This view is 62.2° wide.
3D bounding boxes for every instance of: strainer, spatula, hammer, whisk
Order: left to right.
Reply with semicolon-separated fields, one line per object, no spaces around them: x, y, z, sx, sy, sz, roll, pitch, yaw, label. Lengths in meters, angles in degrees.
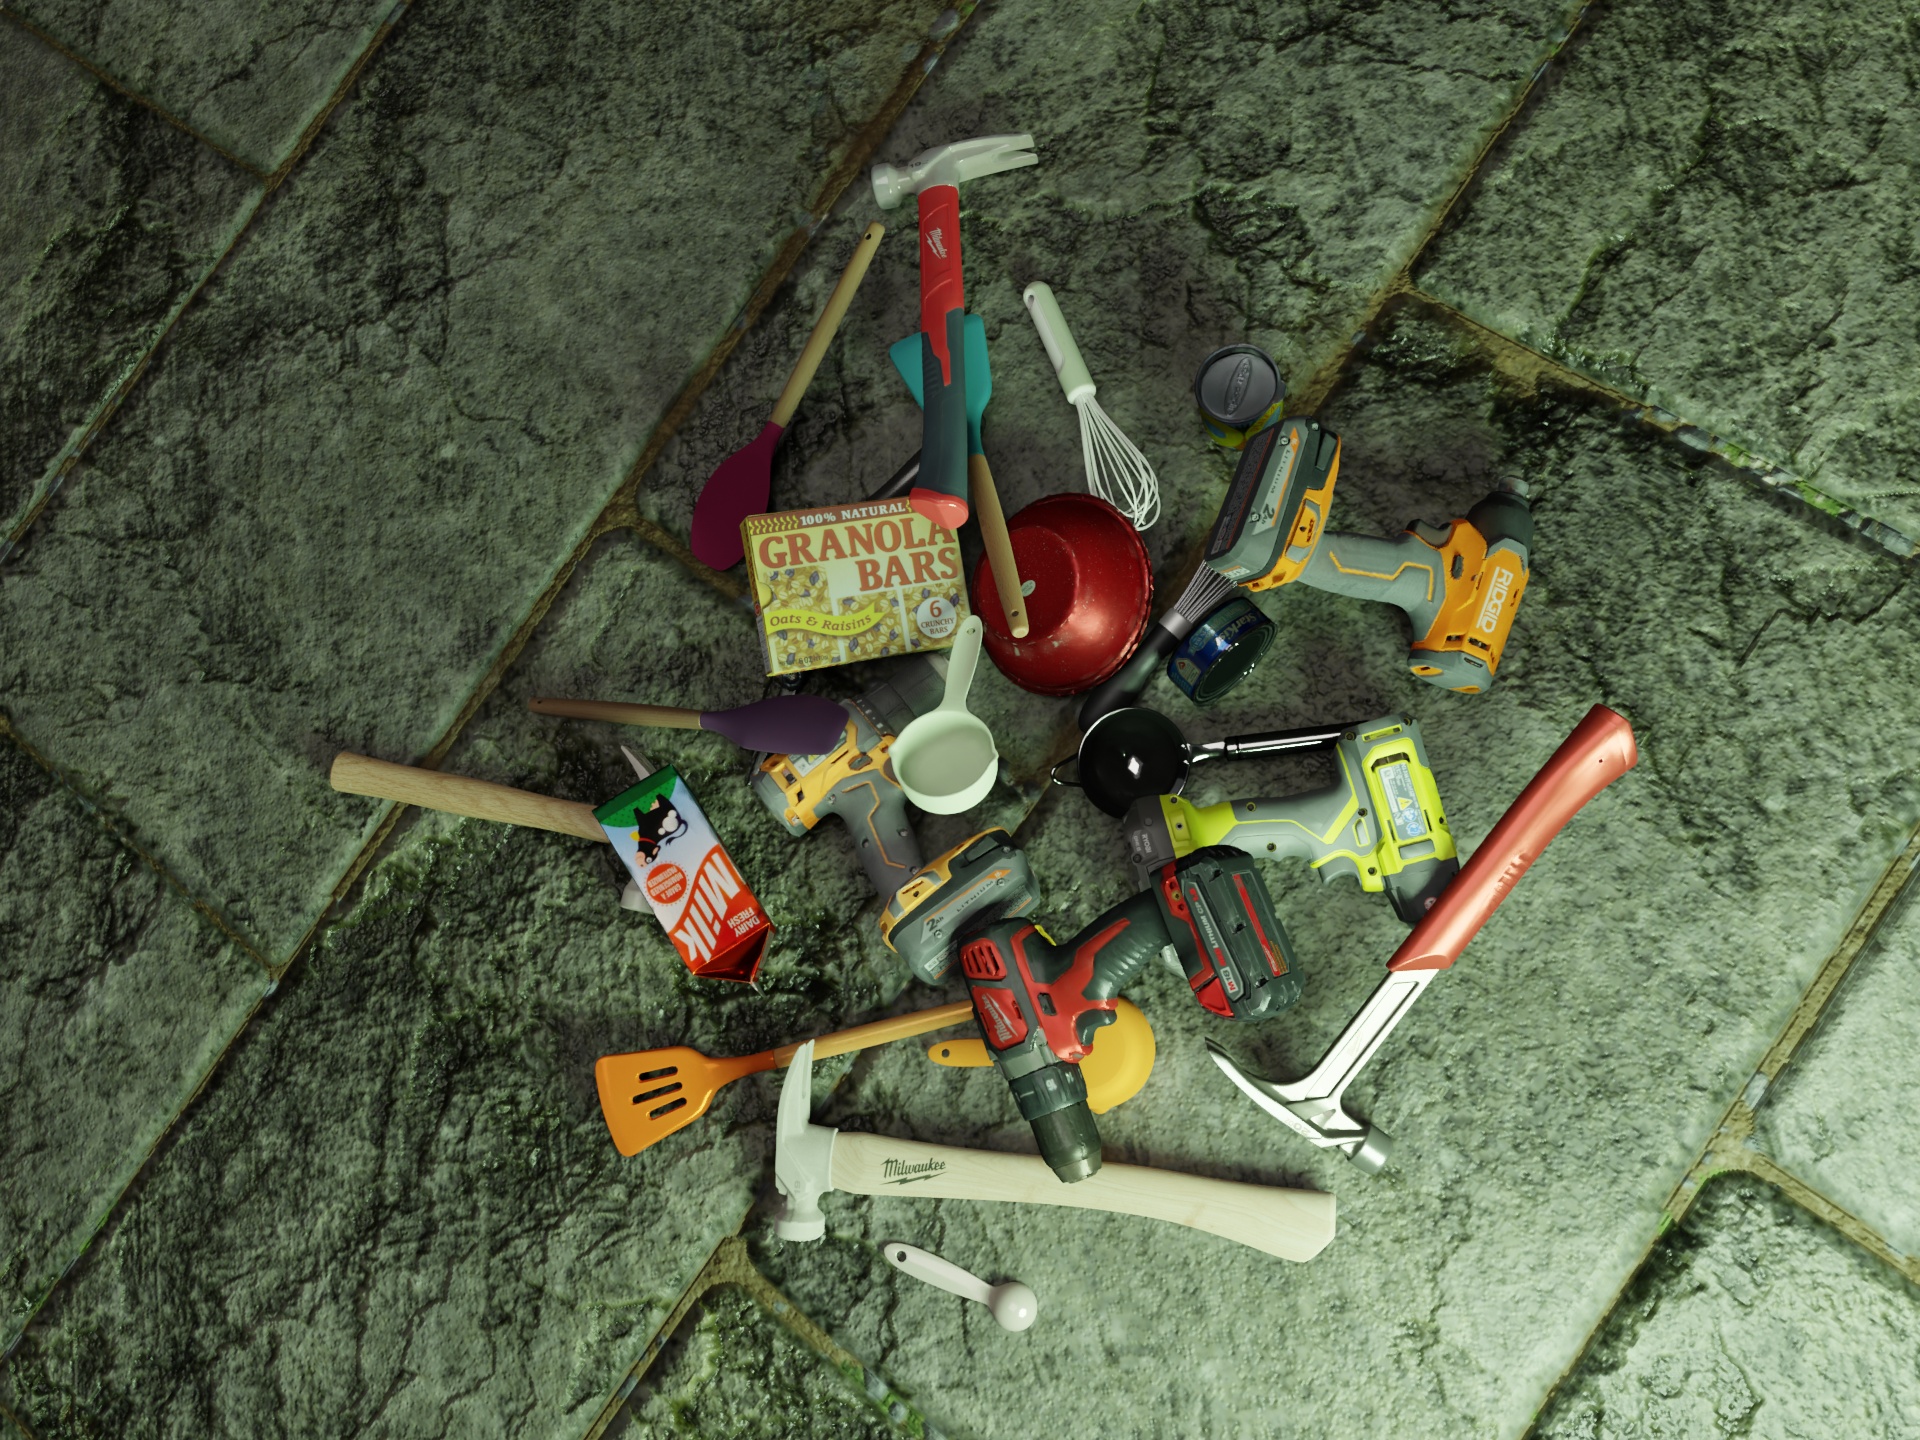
-0.388;0.068;1.346;0.331;0.031;0.130;10;81;17;hammer
-0.228;-0.004;1.297;0.316;0.018;0.060;4;52;27;spatula
-0.122;0.258;1.228;0.322;0.041;0.081;-16;89;9;spatula
-0.070;-0.176;1.301;0.239;0.055;0.055;-42;71;-9;whisk
0.000;-0.321;1.279;0.143;0.038;0.387;-9;59;12;hammer
0.012;-0.191;1.236;0.082;0.044;0.318;-19;52;8;spatula
0.063;0.325;1.157;0.410;0.038;0.146;3;90;13;hammer
0.100;-0.257;1.288;0.059;0.057;0.246;-11;67;-24;whisk
0.187;-0.098;1.224;0.070;0.070;0.284;42;95;19;whisk
0.197;0.023;1.201;0.258;0.050;0.087;-7;97;7;strainer
0.329;0.135;1.092;0.149;0.037;0.359;36;97;-3;hammer

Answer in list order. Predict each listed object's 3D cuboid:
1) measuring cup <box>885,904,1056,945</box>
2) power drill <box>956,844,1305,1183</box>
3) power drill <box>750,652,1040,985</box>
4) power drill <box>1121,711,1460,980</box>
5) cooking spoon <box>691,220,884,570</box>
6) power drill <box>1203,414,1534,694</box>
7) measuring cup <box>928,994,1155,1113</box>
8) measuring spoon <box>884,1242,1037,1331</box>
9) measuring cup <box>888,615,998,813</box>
0.010;0.172;1.227;0.157;0.029;0.062;19;74;30;measuring cup
0.116;0.199;1.087;0.226;0.080;0.188;-27;75;26;power drill
-0.032;0.065;1.224;0.185;0.084;0.226;-39;62;-5;power drill
0.241;0.105;1.148;0.223;0.080;0.171;-16;85;7;power drill
-0.142;-0.272;1.339;0.069;0.017;0.319;32;99;22;cooking spoon
0.308;-0.135;1.153;0.226;0.084;0.164;23;83;-10;power drill
0.055;0.244;1.178;0.173;0.052;0.095;-4;77;12;measuring cup
-0.003;0.415;1.173;0.124;0.018;0.034;18;83;18;measuring spoon
-0.002;-0.004;1.195;0.083;0.038;0.168;3;56;14;measuring cup
